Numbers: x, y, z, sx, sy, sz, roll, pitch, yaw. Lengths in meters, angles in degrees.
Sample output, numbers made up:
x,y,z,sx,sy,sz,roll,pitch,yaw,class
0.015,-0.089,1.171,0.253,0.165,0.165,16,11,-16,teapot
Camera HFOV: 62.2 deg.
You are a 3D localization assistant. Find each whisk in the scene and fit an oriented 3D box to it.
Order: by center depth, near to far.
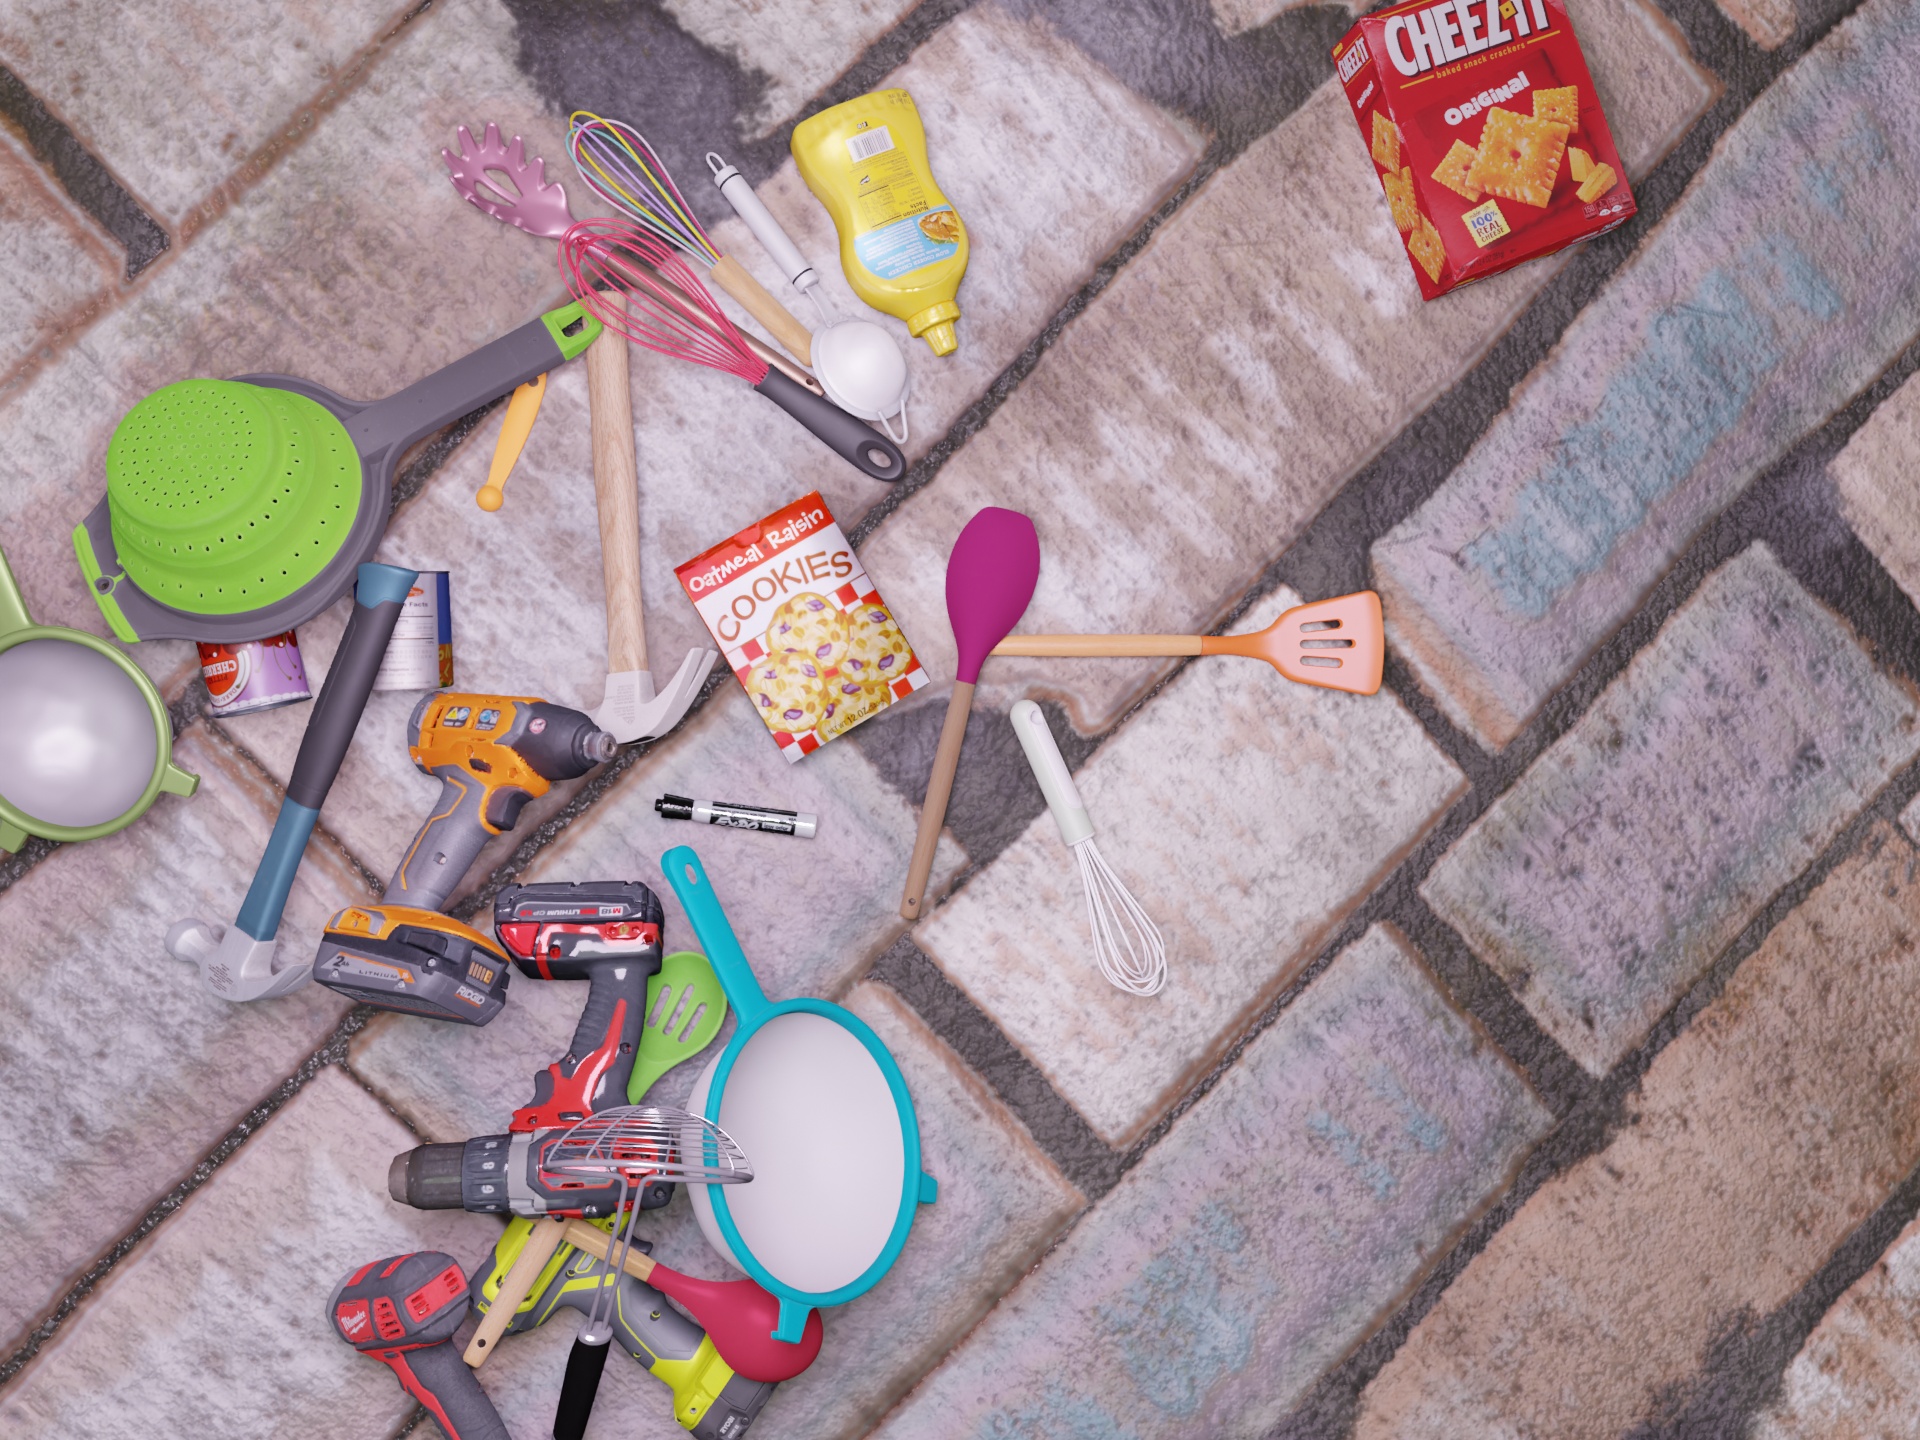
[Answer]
x,y,z,sx,sy,sz,roll,pitch,yaw,class
-0.159,-0.261,1.153,0.295,0.073,0.073,33,87,-21,whisk
-0.194,-0.352,1.168,0.245,0.051,0.047,43,124,-11,whisk
0.096,0.097,1.215,0.058,0.059,0.246,-24,90,-45,whisk

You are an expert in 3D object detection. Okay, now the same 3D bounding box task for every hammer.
x,y,z,sx,sy,sz,roll,pitch,yaw,class
-0.449,0.043,1.097,0.128,0.033,0.331,27,98,25,hammer
-0.247,-0.148,1.157,0.130,0.031,0.331,-6,86,23,hammer

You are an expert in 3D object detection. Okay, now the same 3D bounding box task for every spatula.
x,y,z,sx,sy,sz,roll,pitch,yaw,class
0.163,-0.059,1.223,0.322,0.041,0.081,-1,92,-6,spatula

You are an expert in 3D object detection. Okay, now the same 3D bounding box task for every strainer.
x,y,z,sx,sy,sz,roll,pitch,yaw,class
-0.628,-0.045,1.099,0.151,0.069,0.256,-18,99,5,strainer
-0.156,0.254,1.137,0.095,0.211,0.340,-21,95,36,strainer
-0.110,-0.320,1.179,0.087,0.050,0.258,-36,88,-40,strainer

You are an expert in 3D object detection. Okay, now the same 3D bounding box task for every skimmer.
x,y,z,sx,sy,sz,roll,pitch,yaw,class
-0.228,0.383,1.034,0.127,0.090,0.363,9,119,-18,skimmer

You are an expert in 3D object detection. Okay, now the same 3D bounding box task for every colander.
x,y,z,sx,sy,sz,roll,pitch,yaw,class
-0.433,-0.204,1.088,0.397,0.094,0.205,-31,72,-8,colander

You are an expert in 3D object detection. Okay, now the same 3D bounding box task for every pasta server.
x,y,z,sx,sy,sz,roll,pitch,yaw,class
-0.234,-0.329,1.170,0.316,0.040,0.060,32,76,-8,pasta server

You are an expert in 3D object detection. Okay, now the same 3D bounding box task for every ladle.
x,y,z,sx,sy,sz,roll,pitch,yaw,class
-0.239,0.374,1.119,0.315,0.031,0.069,28,75,1,ladle

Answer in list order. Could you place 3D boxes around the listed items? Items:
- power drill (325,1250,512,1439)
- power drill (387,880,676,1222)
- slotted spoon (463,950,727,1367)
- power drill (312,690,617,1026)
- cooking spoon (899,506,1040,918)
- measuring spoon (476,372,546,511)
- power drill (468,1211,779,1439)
x,y,z,sx,sy,sz,roll,pitch,yaw,class
-0.372,0.483,1.125,0.143,0.078,0.219,-23,93,38,power drill
-0.291,0.231,1.104,0.188,0.080,0.227,-1,65,-6,power drill
-0.258,0.303,1.124,0.070,0.031,0.314,27,61,2,slotted spoon
-0.329,0.086,1.082,0.164,0.084,0.227,3,64,26,power drill
-0.002,-0.004,1.202,0.068,0.017,0.319,14,94,-3,cooking spoon
-0.330,-0.210,1.172,0.021,0.011,0.117,20,88,-7,measuring spoon
-0.223,0.409,1.165,0.223,0.080,0.171,35,87,-3,power drill
